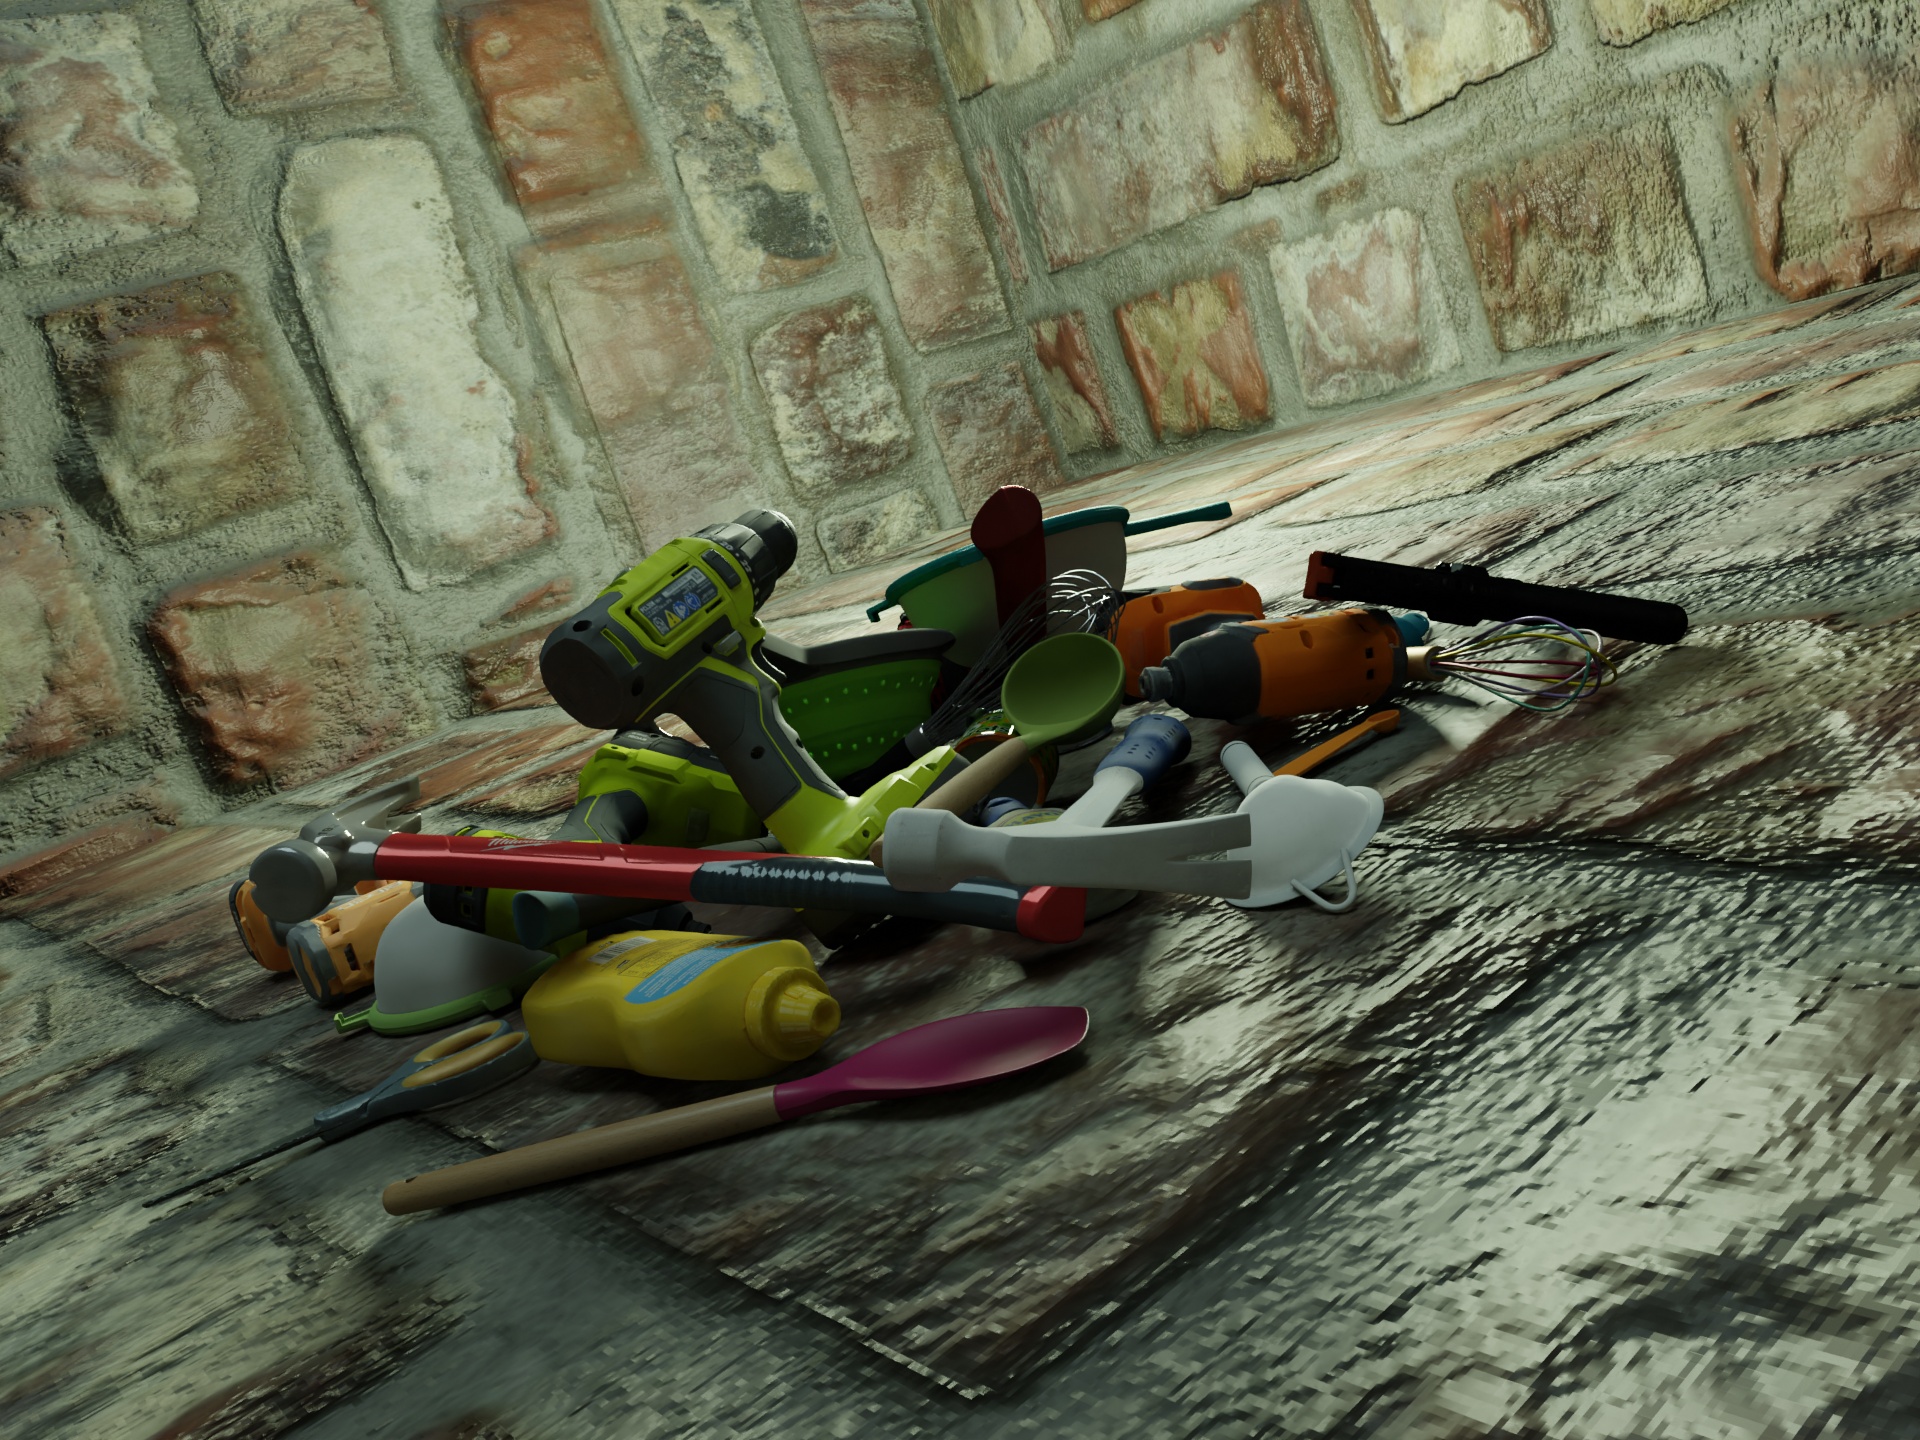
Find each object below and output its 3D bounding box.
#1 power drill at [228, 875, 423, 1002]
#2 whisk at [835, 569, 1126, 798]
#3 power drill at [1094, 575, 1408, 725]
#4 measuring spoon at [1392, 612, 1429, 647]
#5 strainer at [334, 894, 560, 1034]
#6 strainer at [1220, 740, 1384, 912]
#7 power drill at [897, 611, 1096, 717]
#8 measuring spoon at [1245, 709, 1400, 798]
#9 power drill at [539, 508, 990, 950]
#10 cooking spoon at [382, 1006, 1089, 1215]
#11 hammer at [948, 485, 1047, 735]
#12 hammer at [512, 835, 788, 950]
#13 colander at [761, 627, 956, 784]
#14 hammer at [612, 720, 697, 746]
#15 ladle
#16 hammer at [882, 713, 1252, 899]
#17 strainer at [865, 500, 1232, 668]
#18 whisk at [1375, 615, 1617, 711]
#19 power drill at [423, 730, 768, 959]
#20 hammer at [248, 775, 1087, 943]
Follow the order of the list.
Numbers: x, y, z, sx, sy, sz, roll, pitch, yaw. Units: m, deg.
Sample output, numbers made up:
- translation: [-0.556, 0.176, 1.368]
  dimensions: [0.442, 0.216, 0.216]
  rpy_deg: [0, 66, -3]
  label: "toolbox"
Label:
- translation: [-0.442, 0.138, 1.218]
  dimensions: [0.185, 0.084, 0.226]
  rpy_deg: [-26, 17, -36]
  label: "power drill"
- translation: [-0.001, -0.003, 1.069]
  dimensions: [0.284, 0.070, 0.070]
  rpy_deg: [-38, 2, 25]
  label: "whisk"
- translation: [0.165, -0.043, 1.046]
  dimensions: [0.164, 0.084, 0.227]
  rpy_deg: [-8, 10, -15]
  label: "power drill"
- translation: [0.310, -0.067, 1.094]
  dimensions: [0.042, 0.021, 0.128]
  rpy_deg: [32, 25, 16]
  label: "measuring spoon"
- translation: [-0.298, 0.122, 1.075]
  dimensions: [0.151, 0.069, 0.256]
  rpy_deg: [-13, 14, 28]
  label: "strainer"
- translation: [0.155, 0.039, 0.808]
  dimensions: [0.087, 0.050, 0.258]
  rpy_deg: [-34, 8, 6]
  label: "strainer"
- translation: [0.030, -0.070, 1.477]
  dimensions: [0.188, 0.080, 0.227]
  rpy_deg: [-19, 14, -1]
  label: "power drill"
- translation: [0.207, 0.022, 0.903]
  dimensions: [0.117, 0.011, 0.021]
  rpy_deg: [-27, 12, -24]
  label: "measuring spoon"
- translation: [-0.095, -0.006, 0.879]
  dimensions: [0.080, 0.228, 0.191]
  rpy_deg: [-39, 6, 41]
  label: "power drill"
- translation: [-0.099, 0.166, 0.665]
  dimensions: [0.319, 0.017, 0.069]
  rpy_deg: [-16, 10, 10]
  label: "cooking spoon"
- translation: [0.053, -0.076, 1.138]
  dimensions: [0.149, 0.037, 0.358]
  rpy_deg: [-21, -18, -4]
  label: "hammer"
- translation: [-0.123, 0.080, 0.926]
  dimensions: [0.128, 0.033, 0.331]
  rpy_deg: [-10, 2, 37]
  label: "hammer"
- translation: [-0.106, -0.001, 1.114]
  dimensions: [0.204, 0.094, 0.397]
  rpy_deg: [-16, -6, 9]
  label: "colander"
- translation: [-0.221, 0.045, 1.291]
  dimensions: [0.031, 0.130, 0.331]
  rpy_deg: [-59, 9, -10]
  label: "hammer"
- translation: [0.019, 0.011, 0.854]
  dimensions: [0.078, 0.062, 0.320]
  rpy_deg: [-5, 12, 23]
  label: "ladle"
- translation: [0.085, 0.034, 0.809]
  dimensions: [0.144, 0.035, 0.405]
  rpy_deg: [1, 6, 13]
  label: "hammer"
- translation: [0.105, -0.112, 1.332]
  dimensions: [0.340, 0.095, 0.211]
  rpy_deg: [-16, -3, -29]
  label: "strainer"
- translation: [0.300, -0.031, 0.946]
  dimensions: [0.047, 0.051, 0.245]
  rpy_deg: [3, 0, -17]
  label: "whisk"
- translation: [-0.210, 0.086, 1.019]
  dimensions: [0.171, 0.080, 0.223]
  rpy_deg: [14, 20, 9]
  label: "power drill"
- translation: [-0.131, 0.071, 0.780]
  dimensions: [0.386, 0.038, 0.143]
  rpy_deg: [3, 13, 8]
  label: "hammer"
